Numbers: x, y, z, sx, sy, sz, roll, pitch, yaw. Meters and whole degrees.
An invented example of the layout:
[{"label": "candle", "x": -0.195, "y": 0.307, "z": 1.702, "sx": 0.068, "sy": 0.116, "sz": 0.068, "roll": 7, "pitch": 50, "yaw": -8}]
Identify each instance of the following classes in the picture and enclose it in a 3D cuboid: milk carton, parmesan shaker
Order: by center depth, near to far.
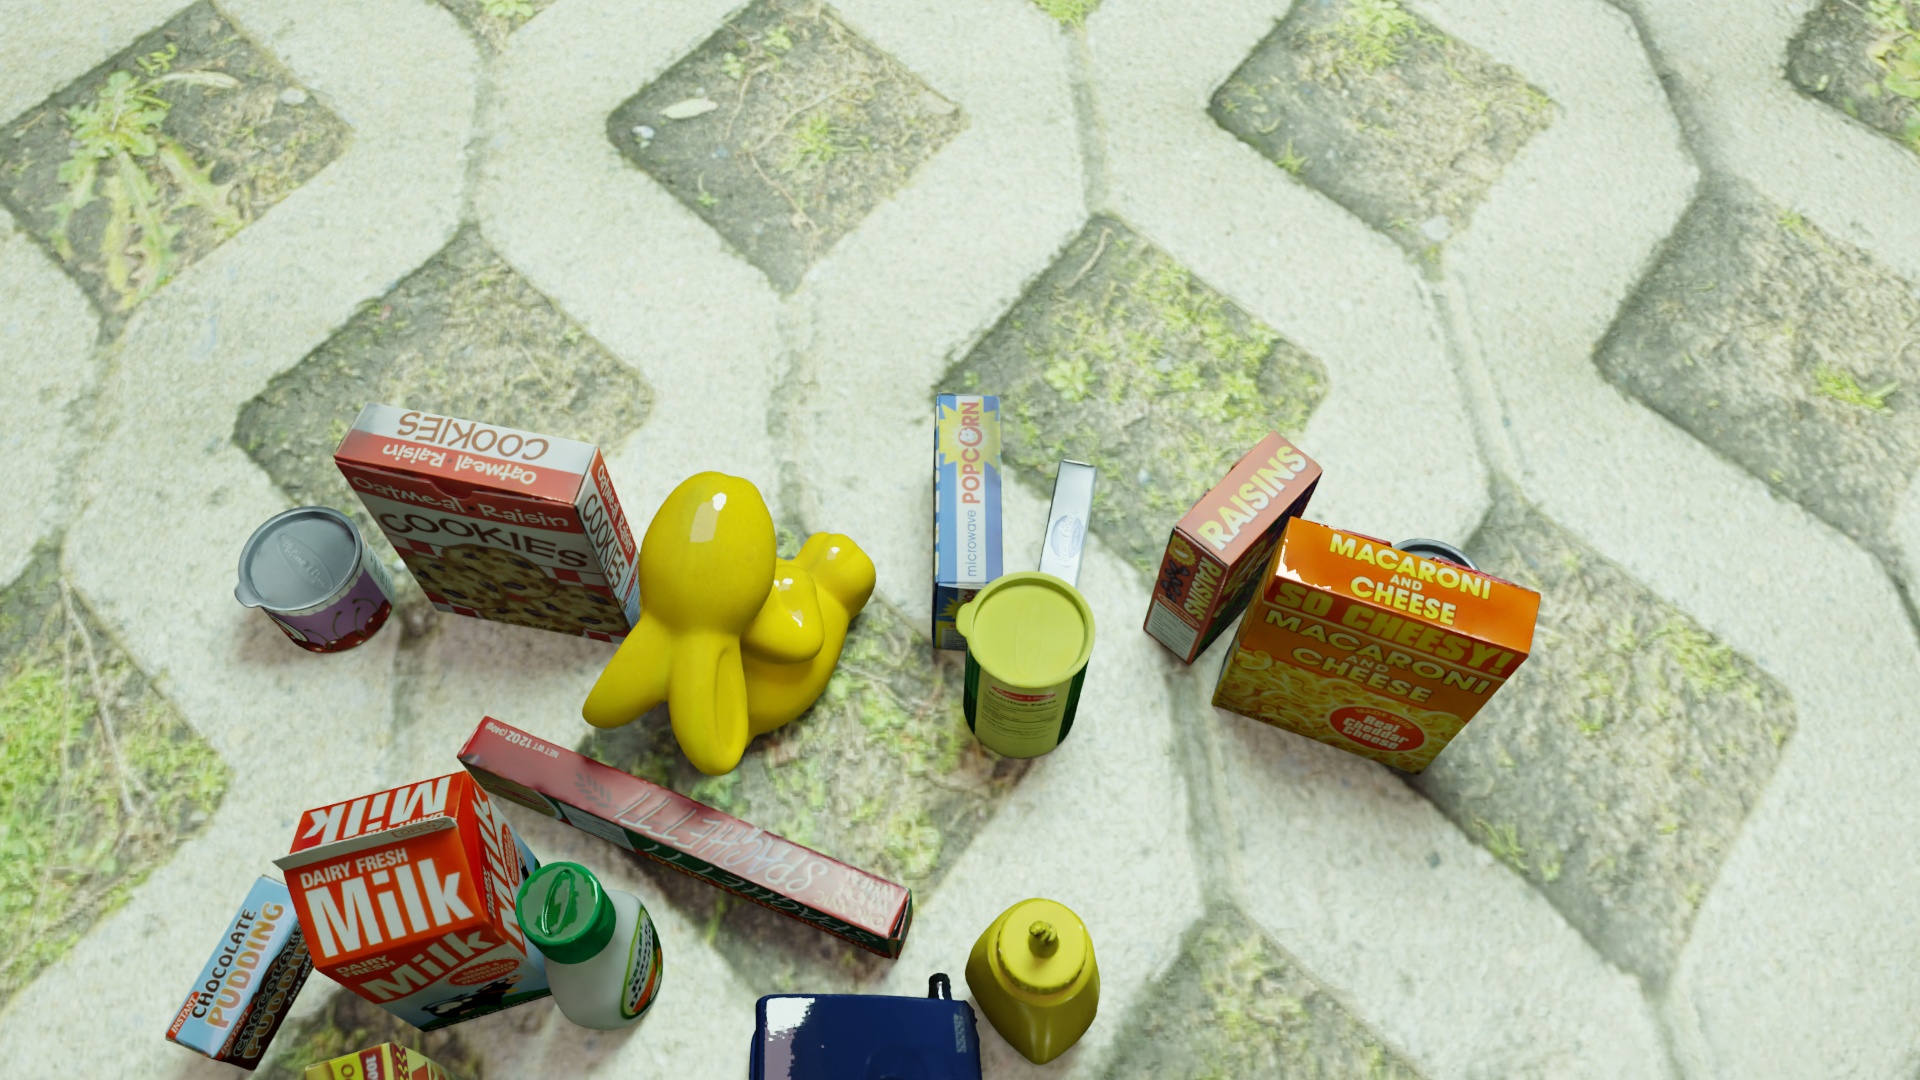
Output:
[{"label": "milk carton", "x": -0.243, "y": 0.164, "z": 0.638, "sx": 0.072, "sy": 0.189, "sz": 0.074, "roll": -14, "pitch": 62, "yaw": -9}, {"label": "parmesan shaker", "x": 0.032, "y": 0.068, "z": 0.750, "sx": 0.071, "sy": 0.102, "sz": 0.071, "roll": 1, "pitch": 61, "yaw": -1}]

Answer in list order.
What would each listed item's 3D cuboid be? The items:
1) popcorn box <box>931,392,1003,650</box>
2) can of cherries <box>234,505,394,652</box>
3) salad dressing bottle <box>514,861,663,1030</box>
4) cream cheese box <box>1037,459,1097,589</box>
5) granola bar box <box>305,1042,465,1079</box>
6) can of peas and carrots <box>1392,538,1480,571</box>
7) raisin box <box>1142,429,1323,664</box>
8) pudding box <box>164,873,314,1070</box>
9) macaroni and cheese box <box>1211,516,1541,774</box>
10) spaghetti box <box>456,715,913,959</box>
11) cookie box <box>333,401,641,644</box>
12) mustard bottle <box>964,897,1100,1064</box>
[{"label": "popcorn box", "x": 0.003, "y": -0.010, "z": 0.803, "sx": 0.038, "sy": 0.084, "sz": 0.127, "roll": 1, "pitch": 61, "yaw": -1}, {"label": "can of cherries", "x": -0.366, "y": 0.024, "z": 0.788, "sx": 0.071, "sy": 0.058, "sz": 0.072, "roll": 1, "pitch": 61, "yaw": -1}, {"label": "salad dressing bottle", "x": -0.173, "y": 0.189, "z": 0.650, "sx": 0.044, "sy": 0.147, "sz": 0.064, "roll": 6, "pitch": 61, "yaw": 2}, {"label": "cream cheese box", "x": 0.059, "y": 0.011, "z": 0.812, "sx": 0.024, "sy": 0.053, "sz": 0.104, "roll": 11, "pitch": 61, "yaw": 4}, {"label": "granola bar box", "x": -0.232, "y": 0.311, "z": 0.593, "sx": 0.039, "sy": 0.123, "sz": 0.166, "roll": -15, "pitch": 62, "yaw": -10}, {"label": "can of peas and carrots", "x": 0.259, "y": 0.042, "z": 0.797, "sx": 0.071, "sy": 0.058, "sz": 0.071, "roll": 1, "pitch": 61, "yaw": -1}, {"label": "raisin box", "x": 0.150, "y": 0.006, "z": 0.777, "sx": 0.040, "sy": 0.122, "sz": 0.086, "roll": 41, "pitch": 67, "yaw": 19}, {"label": "pudding box", "x": -0.348, "y": 0.213, "z": 0.687, "sx": 0.030, "sy": 0.049, "sz": 0.084, "roll": 18, "pitch": 62, "yaw": 8}, {"label": "macaroni and cheese box", "x": 0.209, "y": 0.058, "z": 0.725, "sx": 0.124, "sy": 0.165, "sz": 0.040, "roll": 18, "pitch": 62, "yaw": 8}, {"label": "spaghetti box", "x": -0.142, "y": 0.156, "z": 0.726, "sx": 0.250, "sy": 0.050, "sz": 0.029, "roll": 20, "pitch": 62, "yaw": 9}, {"label": "cookie box", "x": -0.242, "y": -0.003, "z": 0.745, "sx": 0.123, "sy": 0.166, "sz": 0.040, "roll": 10, "pitch": 61, "yaw": 4}, {"label": "mustard bottle", "x": 0.036, "y": 0.199, "z": 0.644, "sx": 0.049, "sy": 0.159, "sz": 0.065, "roll": -37, "pitch": 68, "yaw": -20}]
